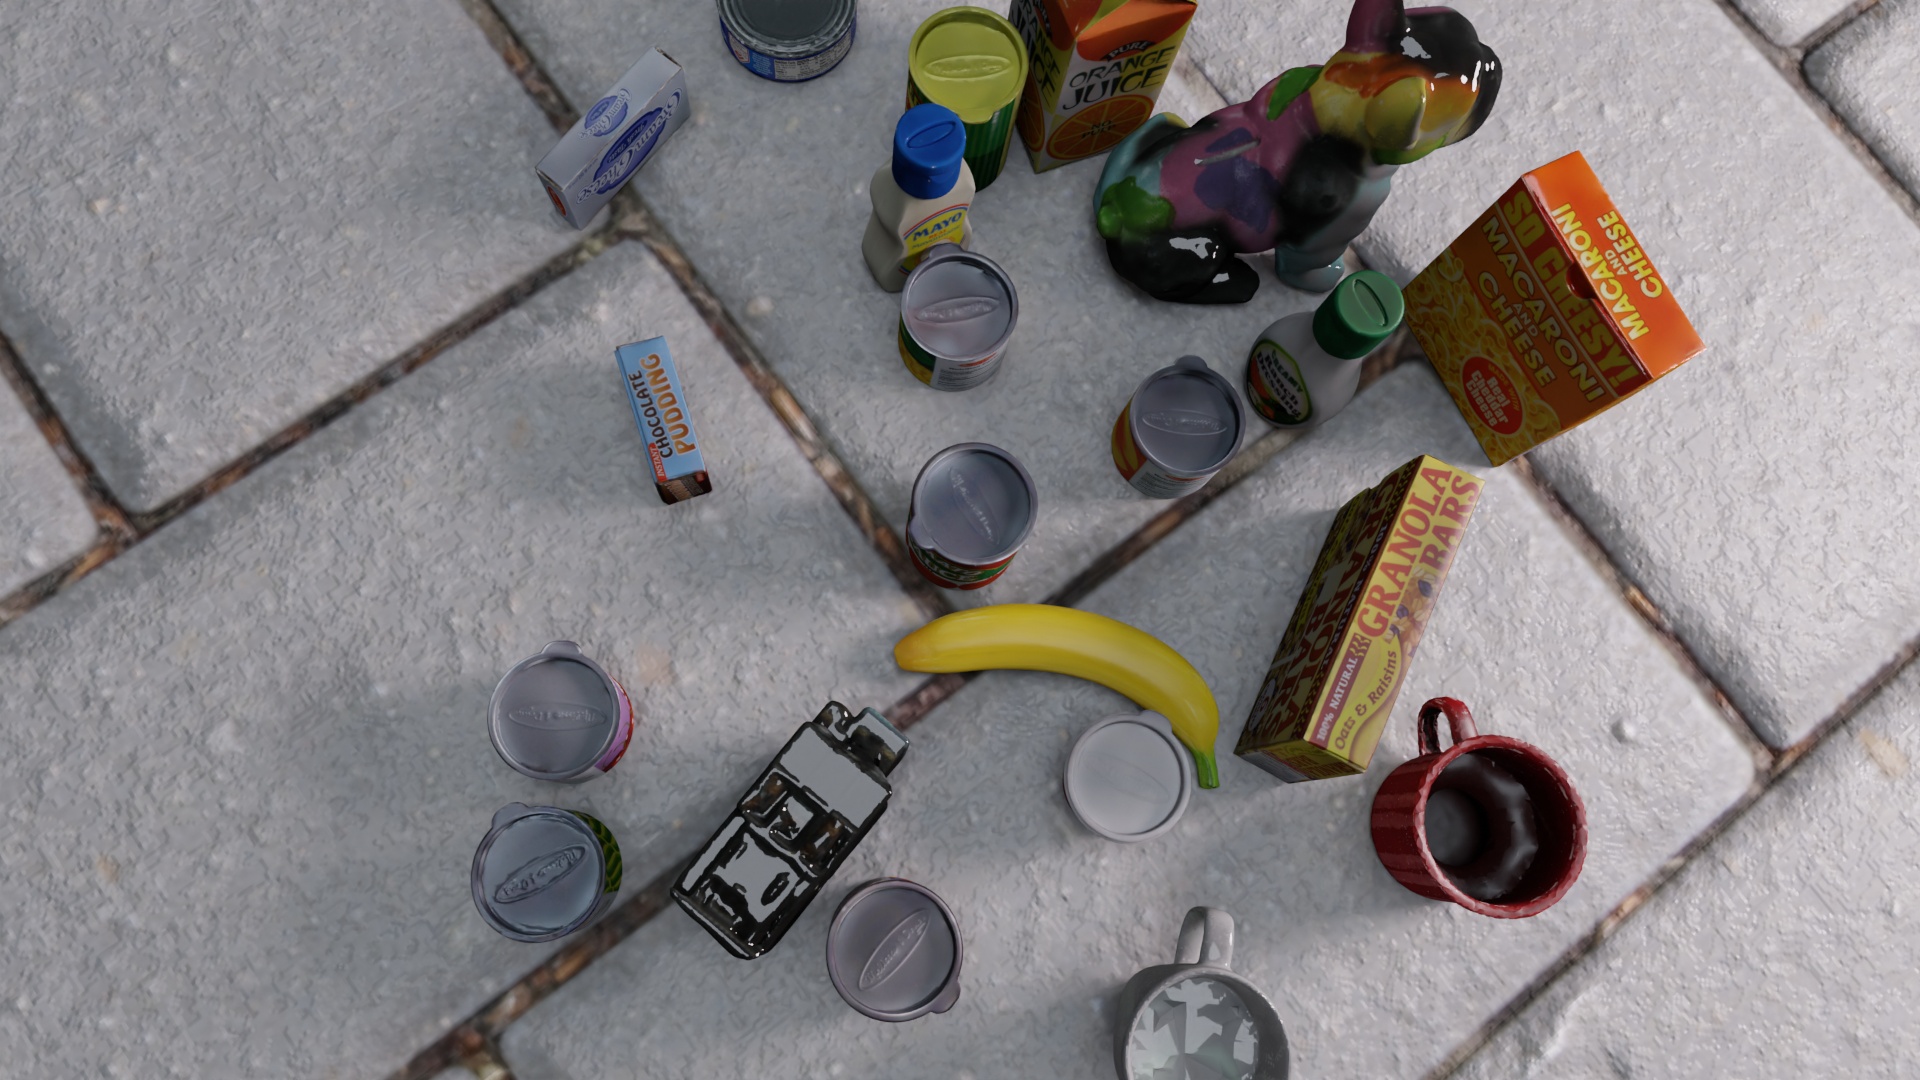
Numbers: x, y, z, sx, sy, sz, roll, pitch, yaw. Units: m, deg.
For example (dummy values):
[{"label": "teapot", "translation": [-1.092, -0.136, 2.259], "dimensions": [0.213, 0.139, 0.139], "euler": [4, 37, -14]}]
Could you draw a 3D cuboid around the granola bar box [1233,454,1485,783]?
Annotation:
[{"label": "granola bar box", "translation": [0.210, 0.045, 0.747], "dimensions": [0.039, 0.124, 0.166], "euler": [27, 77, 1]}]

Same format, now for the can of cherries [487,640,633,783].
[{"label": "can of cherries", "translation": [-0.208, 0.092, 0.733], "dimensions": [0.071, 0.058, 0.071], "euler": [1, 77, -5]}]

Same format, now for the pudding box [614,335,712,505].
[{"label": "pudding box", "translation": [-0.166, -0.067, 0.777], "dimensions": [0.030, 0.049, 0.084], "euler": [-17, 79, -8]}]

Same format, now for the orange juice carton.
[{"label": "orange juice carton", "translation": [0.075, -0.289, 0.776], "dimensions": [0.073, 0.192, 0.072], "euler": [-19, 80, -9]}]

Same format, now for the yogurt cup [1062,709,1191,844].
[{"label": "yogurt cup", "translation": [0.086, 0.130, 0.753], "dimensions": [0.072, 0.054, 0.072], "euler": [1, 77, -5]}]

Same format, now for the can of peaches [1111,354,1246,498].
[{"label": "can of peaches", "translation": [0.124, -0.064, 0.798], "dimensions": [0.071, 0.058, 0.071], "euler": [1, 77, -5]}]

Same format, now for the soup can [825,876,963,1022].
[{"label": "soup can", "translation": [-0.033, 0.208, 0.709], "dimensions": [0.071, 0.083, 0.071], "euler": [1, 78, -5]}]

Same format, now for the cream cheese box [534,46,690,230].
[{"label": "cream cheese box", "translation": [-0.201, -0.234, 0.810], "dimensions": [0.024, 0.053, 0.104], "euler": [38, 77, 4]}]

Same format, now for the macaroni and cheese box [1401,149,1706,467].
[{"label": "macaroni and cheese box", "translation": [0.318, -0.121, 0.773], "dimensions": [0.040, 0.166, 0.124], "euler": [-27, 81, -10]}]

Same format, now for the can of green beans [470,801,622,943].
[{"label": "can of green beans", "translation": [-0.211, 0.171, 0.715], "dimensions": [0.071, 0.057, 0.071], "euler": [1, 77, -5]}]

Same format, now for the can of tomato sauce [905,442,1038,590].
[{"label": "can of tomato sauce", "translation": [0.003, -0.010, 0.762], "dimensions": [0.071, 0.083, 0.071], "euler": [1, 78, -5]}]

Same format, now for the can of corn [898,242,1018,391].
[{"label": "can of corn", "translation": [-0.003, -0.128, 0.801], "dimensions": [0.071, 0.058, 0.071], "euler": [1, 77, -5]}]

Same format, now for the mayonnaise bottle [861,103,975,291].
[{"label": "mayonnaise bottle", "translation": [-0.021, -0.187, 0.767], "dimensions": [0.065, 0.147, 0.041], "euler": [-27, 81, -10]}]

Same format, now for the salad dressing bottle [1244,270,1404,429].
[{"label": "salad dressing bottle", "translation": [0.200, -0.105, 0.768], "dimensions": [0.044, 0.147, 0.064], "euler": [-28, 82, -10]}]

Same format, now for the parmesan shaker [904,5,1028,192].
[{"label": "parmesan shaker", "translation": [0.000, -0.249, 0.806], "dimensions": [0.071, 0.103, 0.071], "euler": [1, 78, -5]}]
